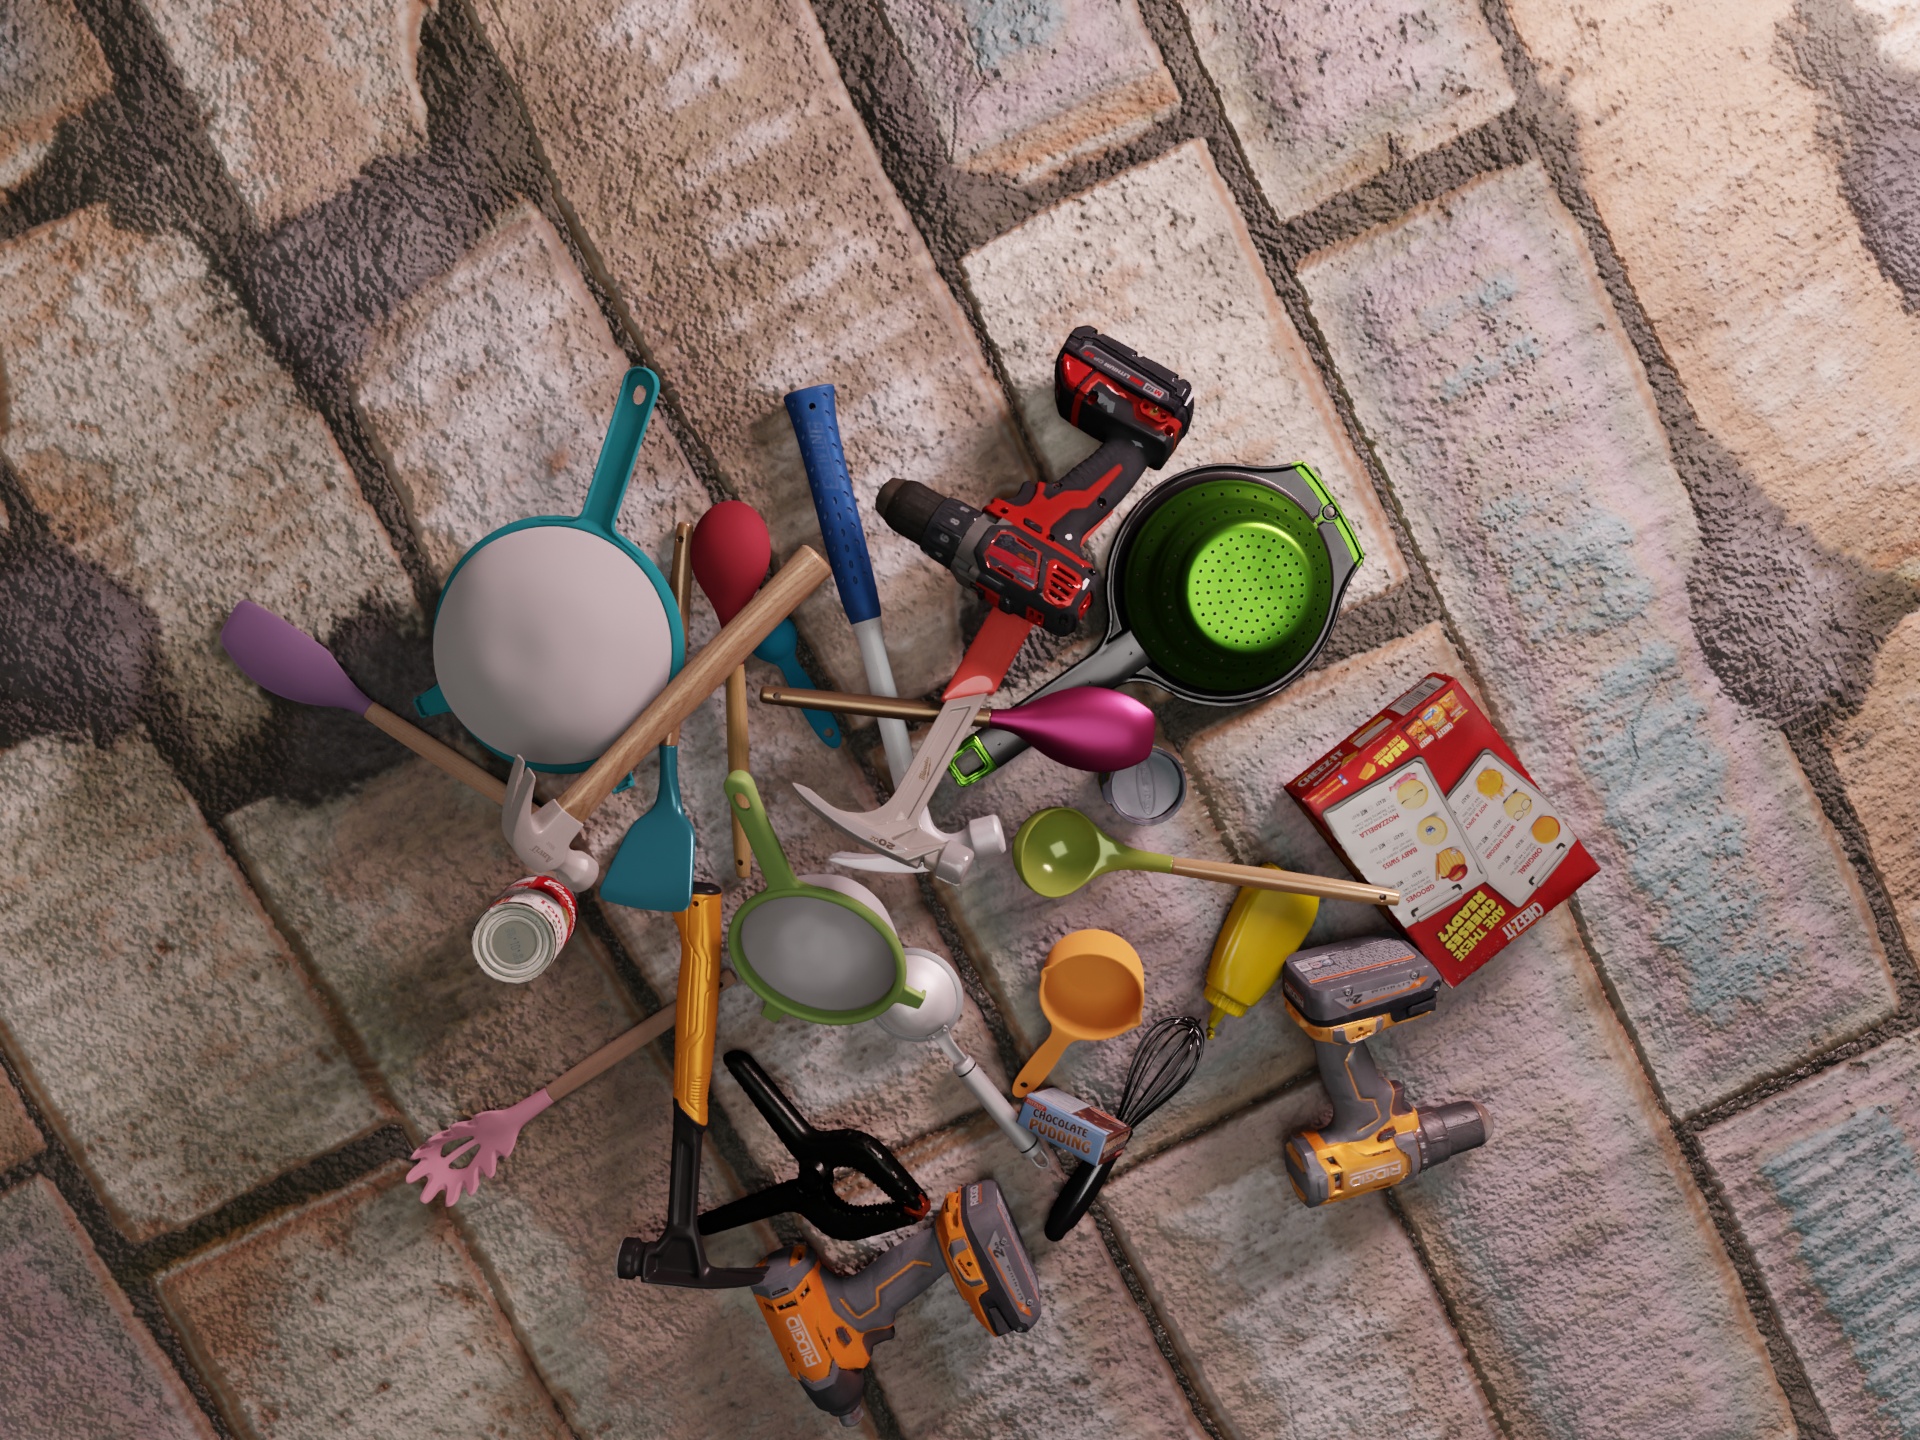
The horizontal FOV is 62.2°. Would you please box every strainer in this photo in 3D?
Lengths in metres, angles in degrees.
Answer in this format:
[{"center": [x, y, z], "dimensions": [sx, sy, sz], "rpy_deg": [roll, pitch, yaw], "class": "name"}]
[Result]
[{"center": [-0.309, -0.114, 1.242], "dimensions": [0.211, 0.095, 0.340], "rpy_deg": [21, 101, 3], "class": "strainer"}, {"center": [-0.001, 0.290, 1.362], "dimensions": [0.087, 0.050, 0.258], "rpy_deg": [-34, 101, 17], "class": "strainer"}, {"center": [-0.128, 0.134, 1.293], "dimensions": [0.151, 0.069, 0.256], "rpy_deg": [-9, 120, 20], "class": "strainer"}]

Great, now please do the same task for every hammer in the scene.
[{"center": [-0.216, 0.303, 1.321], "dimensions": [0.127, 0.034, 0.337], "rpy_deg": [3, 92, 6], "class": "hammer"}, {"center": [-0.227, -0.012, 1.247], "dimensions": [0.331, 0.129, 0.031], "rpy_deg": [-46, 53, -5], "class": "hammer"}, {"center": [-0.081, -0.070, 1.302], "dimensions": [0.144, 0.035, 0.405], "rpy_deg": [-14, 94, 4], "class": "hammer"}, {"center": [0.015, -0.054, 1.264], "dimensions": [0.149, 0.036, 0.359], "rpy_deg": [27, 74, 6], "class": "hammer"}]

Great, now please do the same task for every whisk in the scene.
[{"center": [0.140, 0.354, 1.376], "dimensions": [0.055, 0.055, 0.239], "rpy_deg": [30, 98, -7], "class": "whisk"}]

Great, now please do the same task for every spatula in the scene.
[{"center": [-0.465, 0.007, 1.307], "dimensions": [0.316, 0.018, 0.059], "rpy_deg": [33, 103, -6], "class": "spatula"}, {"center": [-0.241, -0.005, 1.307], "dimensions": [0.082, 0.044, 0.317], "rpy_deg": [6, 95, 16], "class": "spatula"}]

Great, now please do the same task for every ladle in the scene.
[{"center": [-0.186, -0.021, 1.310], "dimensions": [0.069, 0.031, 0.315], "rpy_deg": [2, 103, 13], "class": "ladle"}, {"center": [0.202, 0.126, 1.317], "dimensions": [0.320, 0.062, 0.078], "rpy_deg": [8, 97, 8], "class": "ladle"}]

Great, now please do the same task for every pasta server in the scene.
[{"center": [-0.324, 0.303, 1.342], "dimensions": [0.316, 0.040, 0.060], "rpy_deg": [-33, 99, -1], "class": "pasta server"}]

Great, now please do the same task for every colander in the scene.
[{"center": [0.158, -0.063, 1.301], "dimensions": [0.397, 0.094, 0.204], "rpy_deg": [-35, 98, 1], "class": "colander"}]

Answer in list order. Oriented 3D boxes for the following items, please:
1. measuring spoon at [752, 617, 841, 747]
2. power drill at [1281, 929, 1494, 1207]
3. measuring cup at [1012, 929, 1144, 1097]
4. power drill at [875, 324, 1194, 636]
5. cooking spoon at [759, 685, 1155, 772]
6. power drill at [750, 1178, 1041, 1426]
[{"center": [-0.134, -0.031, 1.322], "dimensions": [0.042, 0.021, 0.128], "rpy_deg": [-30, 98, 0], "class": "measuring spoon"}, {"center": [0.365, 0.297, 1.355], "dimensions": [0.185, 0.084, 0.226], "rpy_deg": [-12, 111, -10], "class": "power drill"}, {"center": [0.092, 0.252, 1.364], "dimensions": [0.095, 0.052, 0.173], "rpy_deg": [29, 117, -6], "class": "measuring cup"}, {"center": [0.060, -0.197, 1.253], "dimensions": [0.188, 0.080, 0.227], "rpy_deg": [31, 77, 9], "class": "power drill"}, {"center": [-0.002, -0.004, 1.277], "dimensions": [0.319, 0.017, 0.069], "rpy_deg": [6, 91, -1], "class": "cooking spoon"}, {"center": [-0.049, 0.505, 1.365], "dimensions": [0.226, 0.084, 0.164], "rpy_deg": [-22, 98, 3], "class": "power drill"}]
